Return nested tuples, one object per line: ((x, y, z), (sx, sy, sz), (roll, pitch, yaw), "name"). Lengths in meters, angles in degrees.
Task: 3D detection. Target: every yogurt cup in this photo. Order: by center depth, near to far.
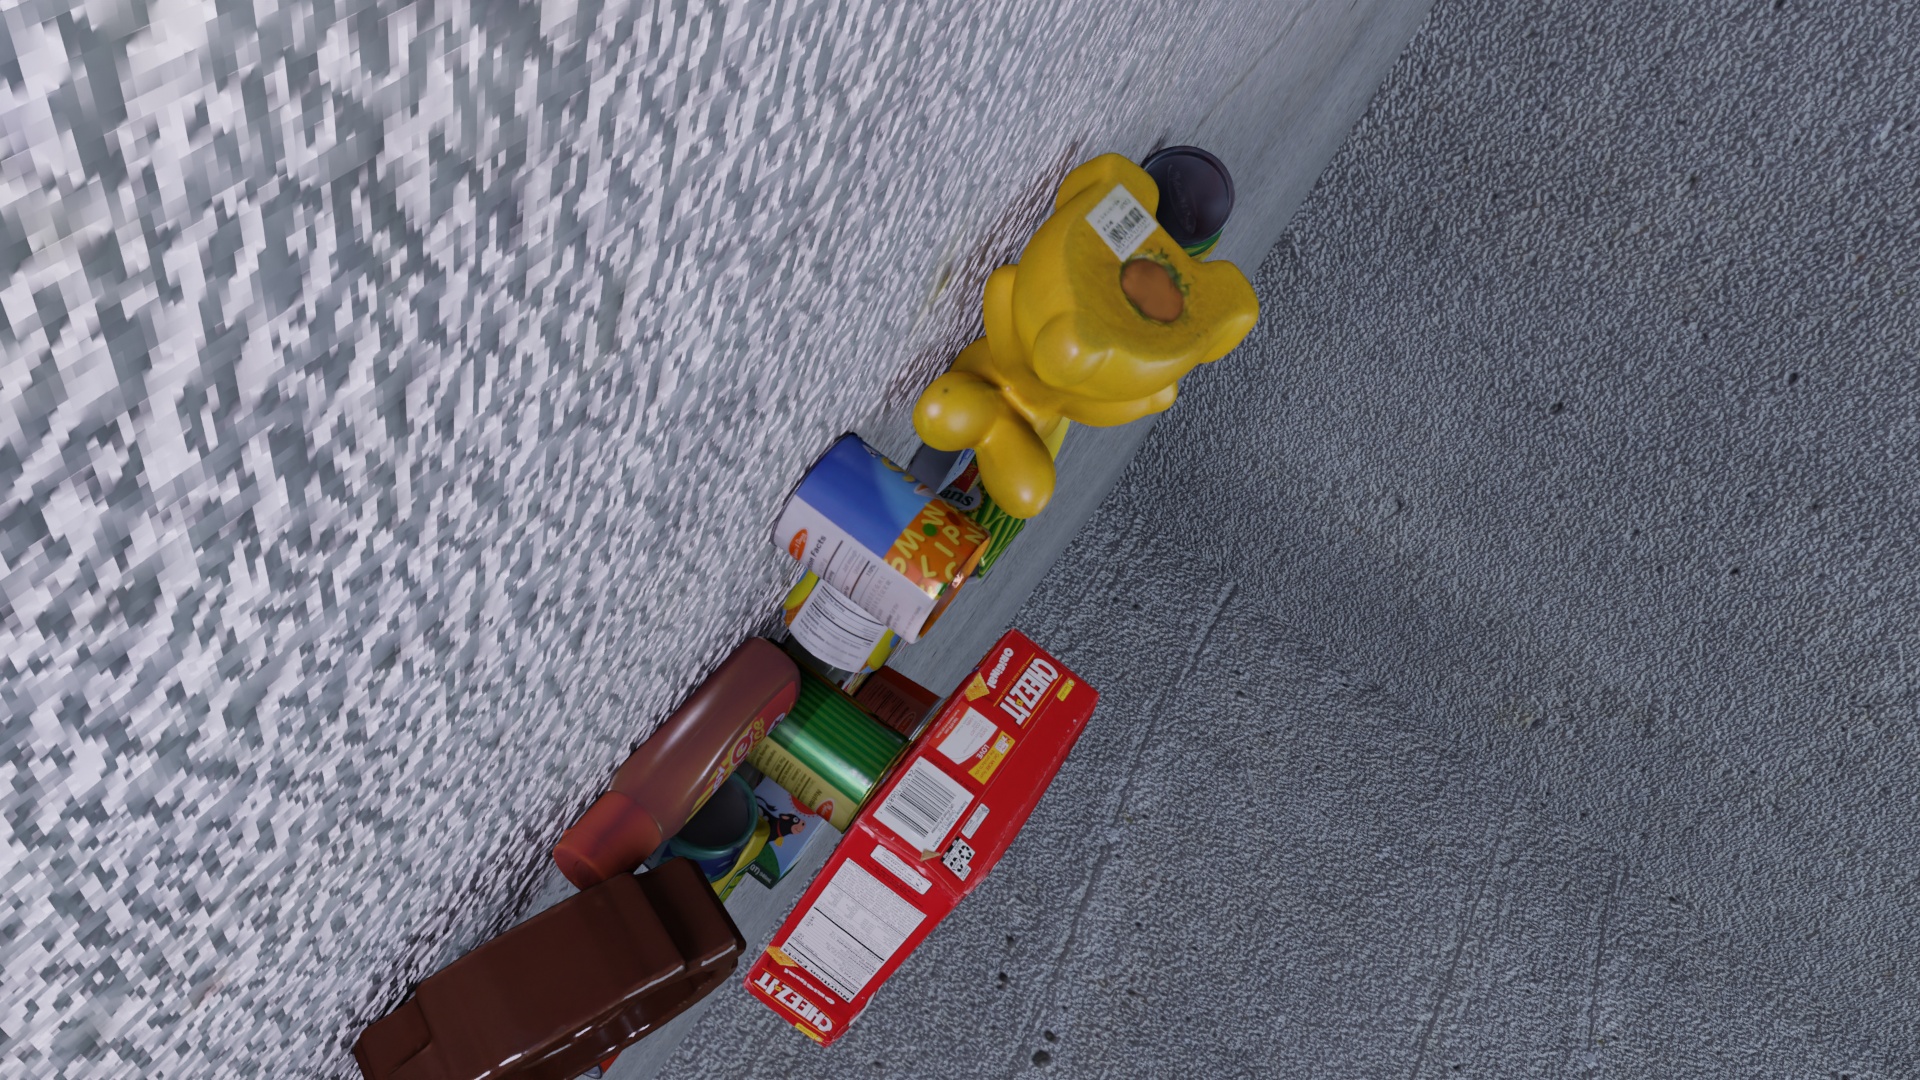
((-0.052, 0.130, 1.032), (0.072, 0.054, 0.072), (-52, 173, -8), "yogurt cup")

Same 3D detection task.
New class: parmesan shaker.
((-0.088, 0.110, 0.798), (0.071, 0.103, 0.071), (-53, 174, -7), "parmesan shaker")

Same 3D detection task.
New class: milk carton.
((-0.116, 0.177, 1.115), (0.190, 0.072, 0.073), (-53, 174, 2), "milk carton")

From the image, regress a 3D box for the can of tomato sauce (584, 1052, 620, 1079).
((-0.231, 0.294, 0.904), (0.083, 0.071, 0.070), (-50, 173, -38), "can of tomato sauce")

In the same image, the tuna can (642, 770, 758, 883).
((-0.145, 0.154, 0.767), (0.032, 0.071, 0.071), (-59, 172, 35), "tuna can")

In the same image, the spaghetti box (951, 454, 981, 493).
((0.057, -0.111, 1.027), (0.251, 0.029, 0.050), (-46, 171, -52), "spaghetti box")

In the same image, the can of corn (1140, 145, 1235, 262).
((0.140, -0.216, 0.911), (0.071, 0.071, 0.058), (-53, 174, -4), "can of corn")

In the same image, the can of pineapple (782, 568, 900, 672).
((-0.057, 0.031, 0.771), (0.057, 0.071, 0.071), (-56, 174, 21), "can of pineapple")

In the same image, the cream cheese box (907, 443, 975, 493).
((0.008, -0.079, 0.851), (0.103, 0.024, 0.053), (-57, 175, 28), "cream cheese box")

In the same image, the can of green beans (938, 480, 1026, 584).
((0.005, -0.011, 1.009), (0.058, 0.071, 0.071), (-49, 172, -32), "can of green beans")

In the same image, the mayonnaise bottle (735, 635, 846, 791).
((-0.128, 0.125, 0.866), (0.148, 0.041, 0.064), (-54, 176, -3), "mayonnaise bottle")

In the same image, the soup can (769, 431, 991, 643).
((-0.035, -0.003, 0.659), (0.071, 0.084, 0.071), (-54, 174, -8), "soup can")

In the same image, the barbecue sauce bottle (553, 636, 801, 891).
((-0.141, 0.114, 0.700), (0.149, 0.044, 0.064), (-48, 171, -40), "barbecue sauce bottle")

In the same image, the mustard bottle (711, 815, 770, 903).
((-0.207, 0.271, 1.050), (0.160, 0.049, 0.065), (-54, 172, 3), "mustard bottle")

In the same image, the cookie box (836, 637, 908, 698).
((-0.072, 0.077, 1.037), (0.168, 0.040, 0.122), (-48, 172, -44), "cookie box")
